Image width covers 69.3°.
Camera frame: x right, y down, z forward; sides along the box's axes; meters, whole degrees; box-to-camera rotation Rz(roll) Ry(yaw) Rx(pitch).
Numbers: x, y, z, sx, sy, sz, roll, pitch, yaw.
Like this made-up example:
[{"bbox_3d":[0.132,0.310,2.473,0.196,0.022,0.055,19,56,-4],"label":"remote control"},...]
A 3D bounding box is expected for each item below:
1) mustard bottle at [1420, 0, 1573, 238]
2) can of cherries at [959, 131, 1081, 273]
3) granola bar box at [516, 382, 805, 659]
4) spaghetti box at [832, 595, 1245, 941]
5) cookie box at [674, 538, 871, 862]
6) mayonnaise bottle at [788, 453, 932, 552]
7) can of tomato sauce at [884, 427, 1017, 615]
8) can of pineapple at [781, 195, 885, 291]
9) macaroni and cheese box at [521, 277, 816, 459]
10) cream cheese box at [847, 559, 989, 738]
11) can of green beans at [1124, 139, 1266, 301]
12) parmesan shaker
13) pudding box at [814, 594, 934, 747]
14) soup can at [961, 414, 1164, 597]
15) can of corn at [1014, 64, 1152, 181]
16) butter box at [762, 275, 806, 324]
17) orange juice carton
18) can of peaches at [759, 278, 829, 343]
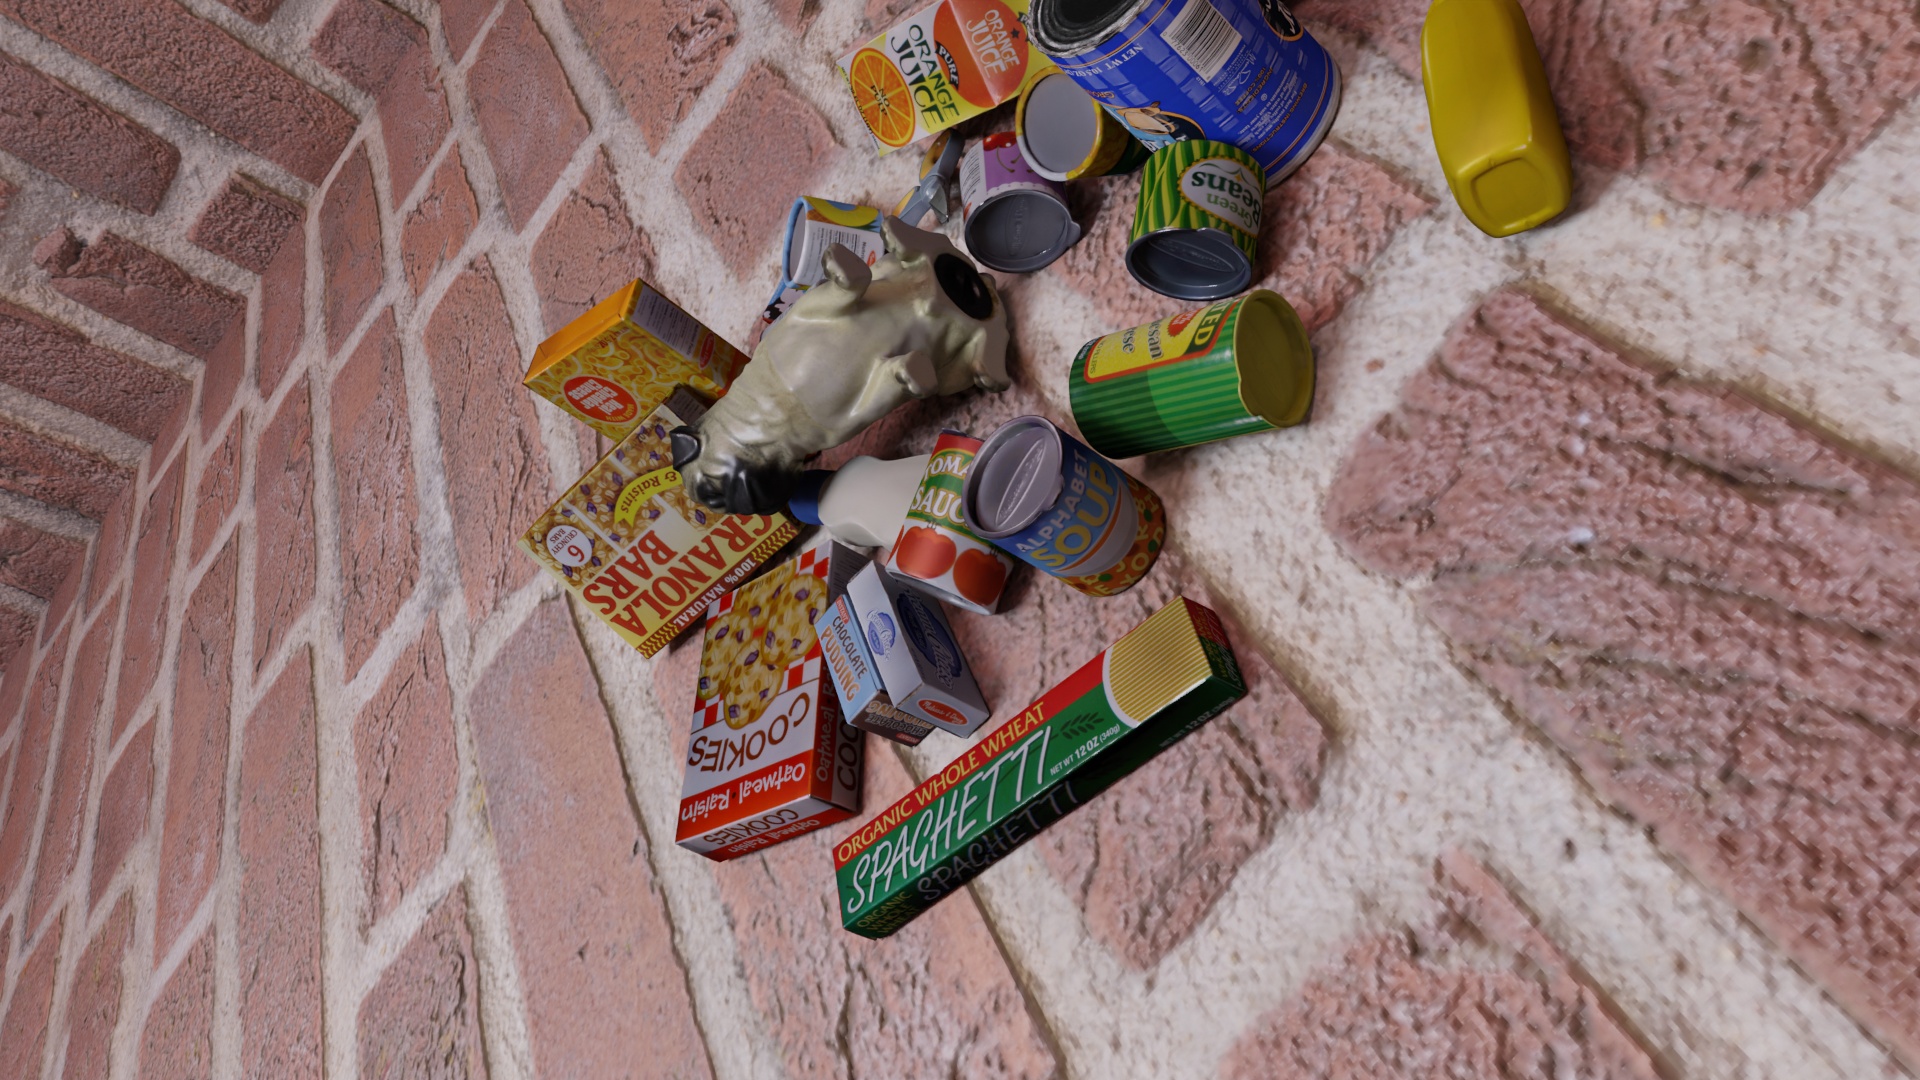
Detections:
[{"bbox_3d":[0.239,-0.211,0.634,0.048,0.065,0.161,-22,46,32],"label":"mustard bottle"},{"bbox_3d":[0.036,-0.208,0.857,0.071,0.071,0.059,-32,45,32],"label":"can of cherries"},{"bbox_3d":[-0.201,-0.010,0.944,0.165,0.124,0.039,-38,17,27],"label":"granola bar box"},{"bbox_3d":[0.029,0.118,0.684,0.249,0.028,0.050,-39,42,24],"label":"spaghetti box"},{"bbox_3d":[-0.111,0.098,0.845,0.122,0.040,0.168,-26,48,36],"label":"cookie box"},{"bbox_3d":[-0.053,-0.023,0.856,0.148,0.041,0.065,8,66,51],"label":"mayonnaise bottle"},{"bbox_3d":[0.003,-0.010,0.761,0.071,0.071,0.083,12,77,51],"label":"can of tomato sauce"},{"bbox_3d":[-0.091,-0.207,0.983,0.071,0.058,0.071,-173,89,-68],"label":"can of pineapple"},{"bbox_3d":[-0.195,-0.099,0.958,0.123,0.166,0.040,-20,48,40],"label":"macaroni and cheese box"},{"bbox_3d":[-0.024,0.059,0.761,0.024,0.053,0.104,-45,40,16],"label":"cream cheese box"},{"bbox_3d":[0.124,-0.167,0.729,0.071,0.071,0.058,-8,61,46],"label":"can of green beans"},{"bbox_3d":[0.111,-0.078,0.683,0.103,0.071,0.071,-10,60,45],"label":"parmesan shaker"},{"bbox_3d":[-0.047,0.072,0.781,0.030,0.049,0.084,-48,40,19],"label":"pudding box"},{"bbox_3d":[0.054,-0.015,0.696,0.071,0.083,0.071,-27,50,36],"label":"soup can"},{"bbox_3d":[0.075,-0.249,0.816,0.071,0.058,0.071,17,116,40],"label":"can of corn"},{"bbox_3d":[-0.107,-0.203,1.043,0.053,0.024,0.103,24,86,53],"label":"butter box"},{"bbox_3d":[0.004,-0.313,0.899,0.073,0.071,0.192,-34,18,-27],"label":"orange juice carton"},{"bbox_3d":[-0.092,-0.135,0.953,0.058,0.071,0.071,-38,43,26],"label":"can of peaches"}]
